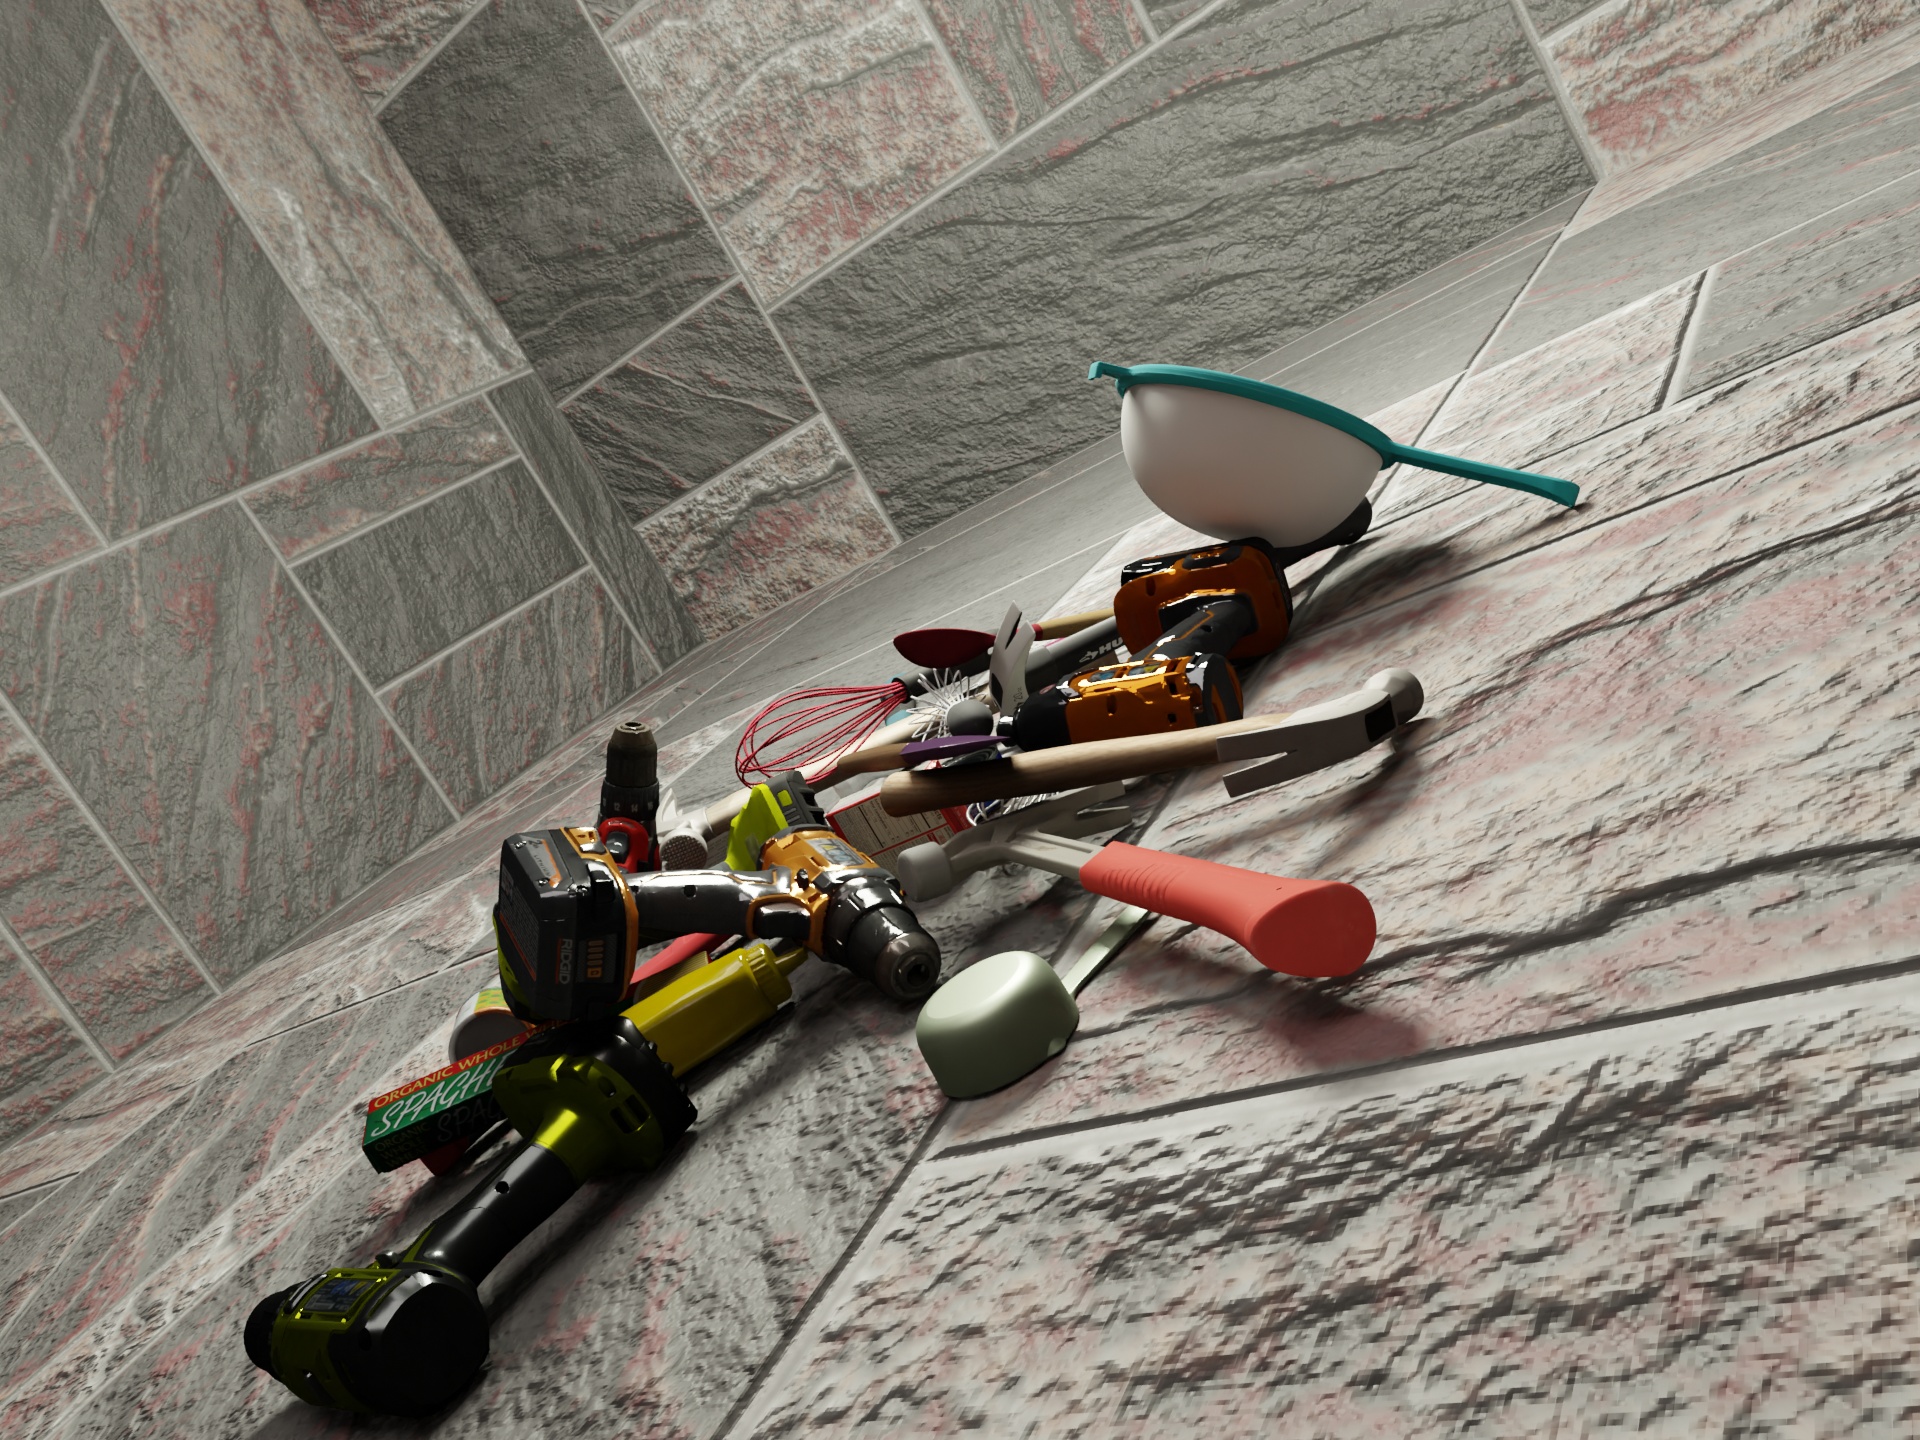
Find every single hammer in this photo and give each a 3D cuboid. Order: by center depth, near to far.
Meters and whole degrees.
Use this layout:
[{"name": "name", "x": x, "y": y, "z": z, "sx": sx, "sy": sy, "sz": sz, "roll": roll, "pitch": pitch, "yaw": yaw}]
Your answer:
[{"name": "hammer", "x": 0.092, "y": 0.072, "z": 0.777, "sx": 0.149, "sy": 0.036, "sz": 0.359, "roll": -18, "pitch": 7, "yaw": -19}, {"name": "hammer", "x": 0.085, "y": 0.024, "z": 0.904, "sx": 0.331, "sy": 0.031, "sz": 0.130, "roll": -11, "pitch": 8, "yaw": 38}, {"name": "hammer", "x": -0.236, "y": 0.193, "z": 1.175, "sx": 0.386, "sy": 0.038, "sz": 0.143, "roll": -37, "pitch": 12, "yaw": -28}, {"name": "hammer", "x": 0.174, "y": -0.098, "z": 1.243, "sx": 0.335, "sy": 0.035, "sz": 0.146, "roll": -26, "pitch": -30, "yaw": -8}, {"name": "hammer", "x": -0.062, "y": 0.016, "z": 1.339, "sx": 0.410, "sy": 0.038, "sz": 0.146, "roll": -23, "pitch": 17, "yaw": -5}, {"name": "hammer", "x": -0.062, "y": -0.001, "z": 1.568, "sx": 0.128, "sy": 0.033, "sz": 0.331, "roll": -31, "pitch": 11, "yaw": 5}]

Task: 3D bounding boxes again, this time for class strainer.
[{"name": "strainer", "x": 0.255, "y": -0.162, "z": 1.129, "sx": 0.340, "sy": 0.095, "sz": 0.210, "roll": 20, "pitch": 2, "yaw": 31}]

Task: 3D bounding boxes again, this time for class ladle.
[{"name": "ladle", "x": 0.079, "y": -0.075, "z": 1.281, "sx": 0.315, "sy": 0.031, "sz": 0.069, "roll": -12, "pitch": -3, "yaw": -38}]

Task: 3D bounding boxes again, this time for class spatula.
[{"name": "spatula", "x": -0.037, "y": 0.023, "z": 1.059, "sx": 0.059, "sy": 0.018, "sz": 0.316, "roll": -8, "pitch": -1, "yaw": -19}]

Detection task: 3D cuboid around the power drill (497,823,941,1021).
[{"name": "power drill", "x": -0.134, "y": 0.117, "z": 0.912, "sx": 0.226, "sy": 0.084, "sz": 0.185, "roll": -1, "pitch": 16, "yaw": -28}]

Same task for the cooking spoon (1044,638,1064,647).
[{"name": "cooking spoon", "x": 0.166, "y": -0.099, "z": 1.435, "sx": 0.319, "sy": 0.017, "sz": 0.069, "roll": -23, "pitch": 15, "yaw": 37}]

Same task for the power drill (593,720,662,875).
[{"name": "power drill", "x": -0.293, "y": 0.115, "z": 1.315, "sx": 0.080, "sy": 0.187, "sz": 0.227, "roll": 6, "pitch": 17, "yaw": 0}]

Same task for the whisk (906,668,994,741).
[{"name": "whisk", "x": -0.001, "y": -0.003, "z": 1.147, "sx": 0.070, "sy": 0.070, "sz": 0.284, "roll": -32, "pitch": 5, "yaw": -3}]

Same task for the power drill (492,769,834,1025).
[{"name": "power drill", "x": -0.197, "y": 0.117, "z": 1.058, "sx": 0.223, "sy": 0.080, "sz": 0.171, "roll": -20, "pitch": -23, "yaw": -24}]

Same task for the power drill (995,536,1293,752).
[{"name": "power drill", "x": 0.128, "y": -0.041, "z": 1.080, "sx": 0.164, "sy": 0.084, "sz": 0.226, "roll": -9, "pitch": 24, "yaw": 30}]

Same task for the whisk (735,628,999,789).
[{"name": "whisk", "x": -0.063, "y": -0.017, "z": 1.282, "sx": 0.296, "sy": 0.073, "sz": 0.073, "roll": -27, "pitch": 7, "yaw": -36}]

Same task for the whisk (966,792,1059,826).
[{"name": "whisk", "x": 0.061, "y": 0.032, "z": 1.102, "sx": 0.059, "sy": 0.057, "sz": 0.246, "roll": 10, "pitch": 22, "yaw": 16}]

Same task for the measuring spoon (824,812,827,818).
[{"name": "measuring spoon", "x": -0.141, "y": 0.107, "z": 1.369, "sx": 0.034, "sy": 0.018, "sz": 0.124, "roll": -32, "pitch": 3, "yaw": 28}]

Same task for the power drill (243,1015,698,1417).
[{"name": "power drill", "x": -0.267, "y": 0.266, "z": 0.851, "sx": 0.190, "sy": 0.080, "sz": 0.228, "roll": -19, "pitch": 20, "yaw": 44}]

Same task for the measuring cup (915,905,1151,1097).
[{"name": "measuring cup", "x": 0.044, "y": 0.117, "z": 0.779, "sx": 0.167, "sy": 0.038, "sz": 0.083, "roll": -40, "pitch": 14, "yaw": -32}]
